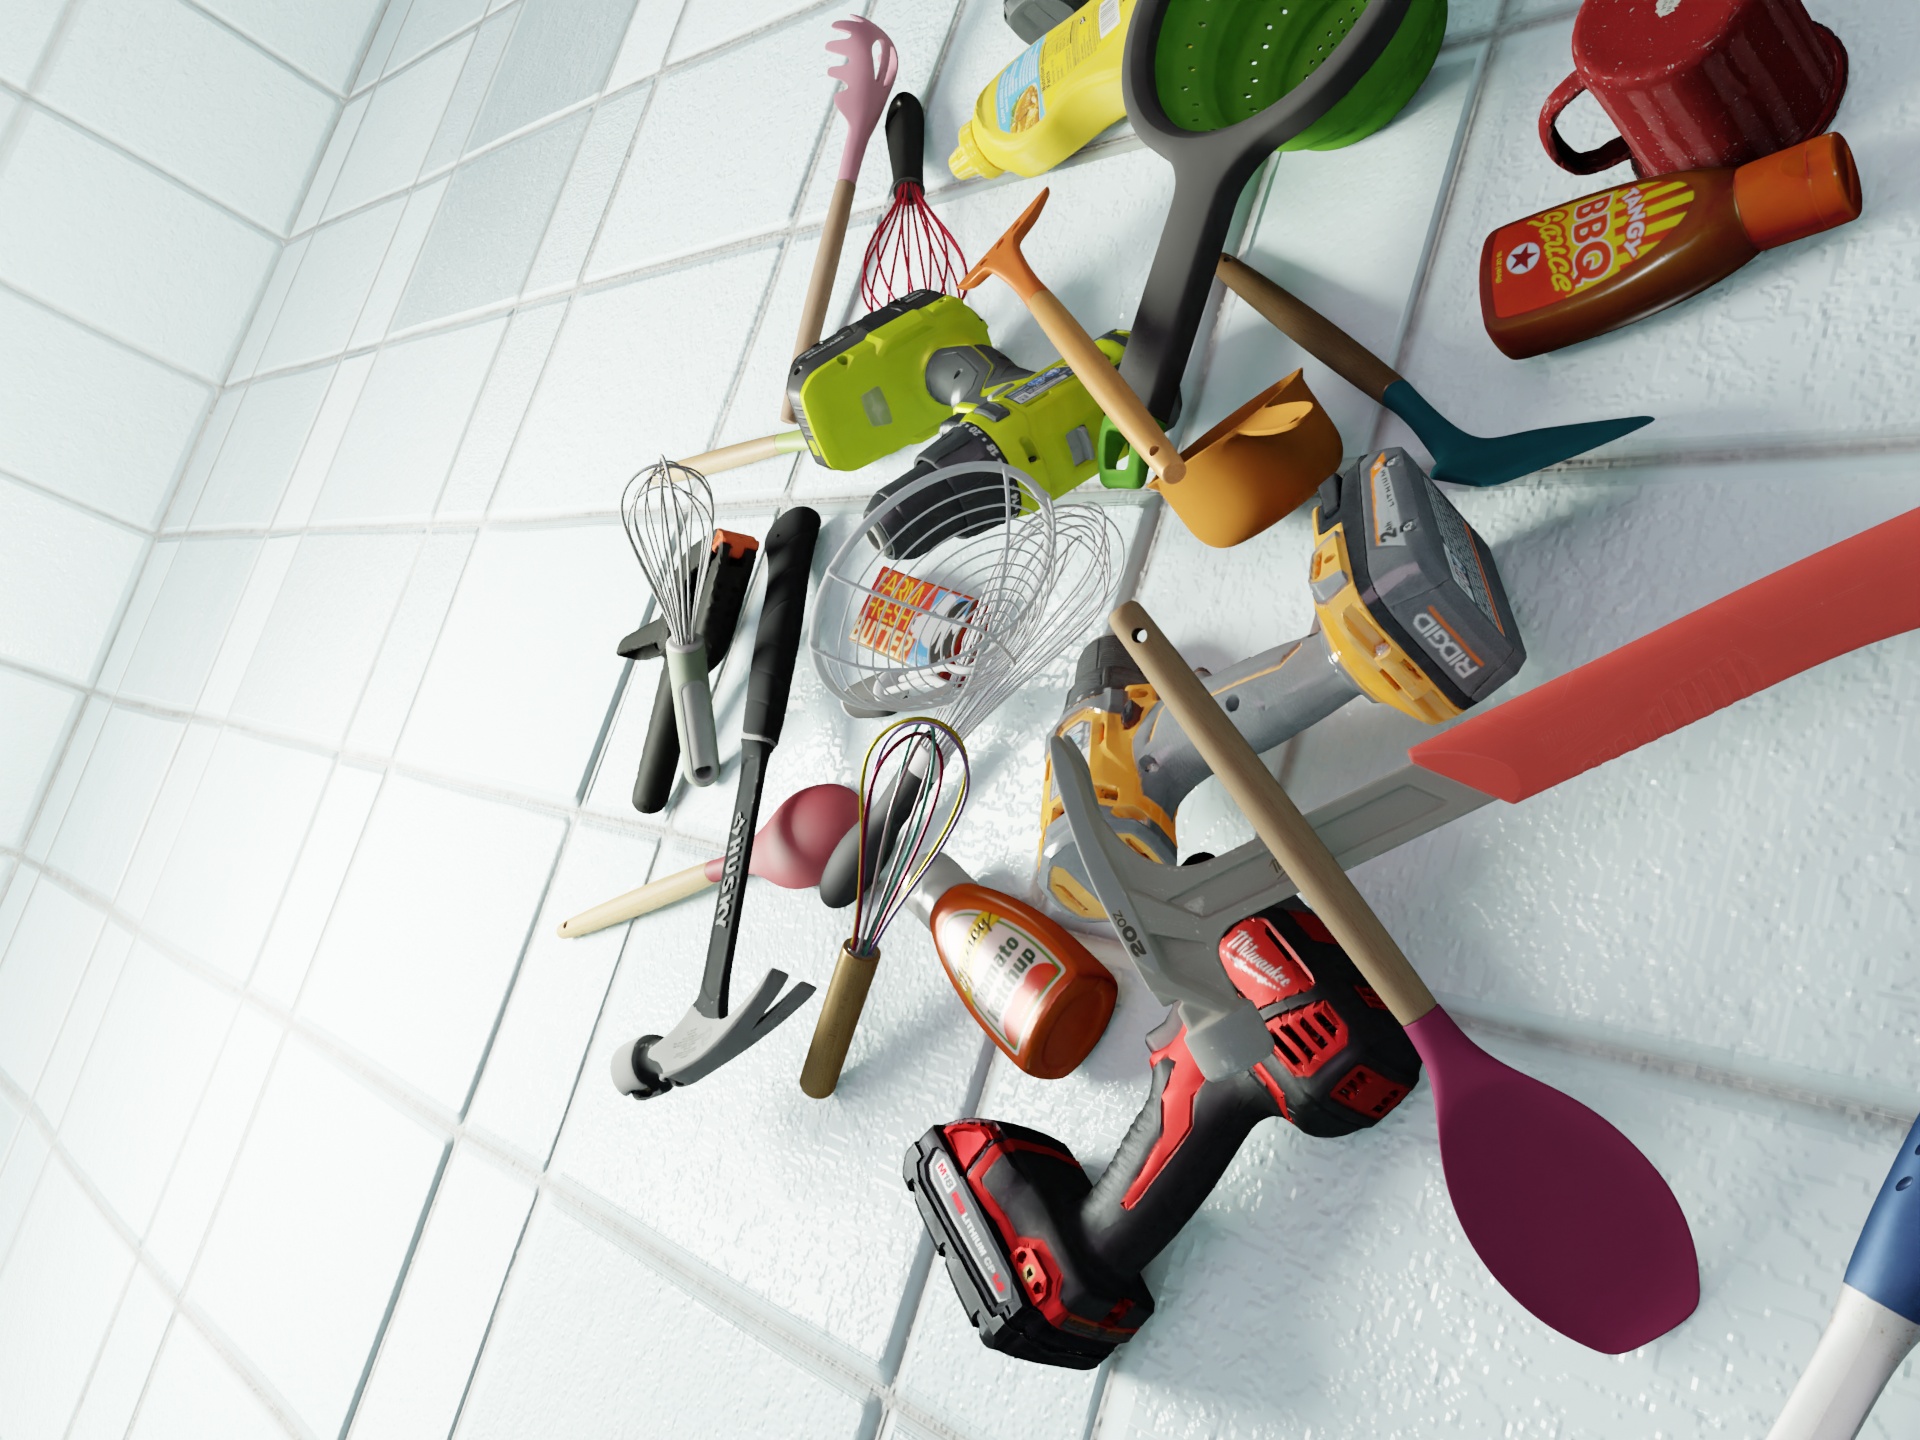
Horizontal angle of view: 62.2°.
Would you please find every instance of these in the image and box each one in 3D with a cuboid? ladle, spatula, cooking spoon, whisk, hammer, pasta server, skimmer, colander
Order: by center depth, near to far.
[{"bbox_3d":[0.279,0.189,0.500,0.144,0.035,0.405,30,93,50],"label":"hammer"},{"bbox_3d":[0.152,0.085,0.579,0.068,0.017,0.319,-38,80,15],"label":"cooking spoon"},{"bbox_3d":[0.215,-0.004,0.588,0.359,0.036,0.149,-28,82,15],"label":"hammer"},{"bbox_3d":[0.200,-0.180,0.778,0.082,0.044,0.318,-22,40,-9],"label":"spatula"},{"bbox_3d":[-0.038,-0.047,0.815,0.127,0.090,0.363,-35,5,-13],"label":"skimmer"},{"bbox_3d":[0.057,-0.206,0.842,0.081,0.041,0.323,-45,39,17],"label":"spatula"},{"bbox_3d":[-0.050,0.102,0.843,0.051,0.047,0.244,51,130,49],"label":"whisk"},{"bbox_3d":[0.166,-0.298,0.845,0.205,0.094,0.397,12,83,53],"label":"colander"},{"bbox_3d":[-0.001,-0.002,0.894,0.284,0.070,0.070,-56,40,17],"label":"whisk"},{"bbox_3d":[-0.126,0.025,0.988,0.149,0.036,0.409,-28,43,38],"label":"hammer"},{"bbox_3d":[-0.177,-0.057,1.020,0.059,0.058,0.246,-121,24,-51],"label":"whisk"},{"bbox_3d":[-0.177,0.105,1.049,0.315,0.031,0.069,-23,51,40],"label":"ladle"},{"bbox_3d":[-0.037,-0.364,1.129,0.073,0.073,0.296,-34,42,31],"label":"whisk"},{"bbox_3d":[-0.156,-0.204,1.170,0.320,0.062,0.078,-2,75,50],"label":"ladle"},{"bbox_3d":[-0.097,-0.376,1.191,0.040,0.060,0.316,11,87,40],"label":"pasta server"}]

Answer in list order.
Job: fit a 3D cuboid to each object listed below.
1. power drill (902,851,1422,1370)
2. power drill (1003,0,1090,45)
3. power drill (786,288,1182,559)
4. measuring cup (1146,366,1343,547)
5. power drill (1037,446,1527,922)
[{"bbox_3d":[0.083,0.165,0.697,0.219,0.078,0.143,-48,43,13],"label":"power drill"},{"bbox_3d":[0.125,-0.565,1.047,0.223,0.080,0.171,-13,60,46],"label":"power drill"},{"bbox_3d":[-0.009,-0.174,0.925,0.190,0.080,0.229,-33,35,-16],"label":"power drill"},{"bbox_3d":[0.147,-0.119,0.739,0.095,0.052,0.174,-38,9,1],"label":"measuring cup"},{"bbox_3d":[0.130,-0.025,0.729,0.226,0.084,0.185,-37,23,27],"label":"power drill"}]
